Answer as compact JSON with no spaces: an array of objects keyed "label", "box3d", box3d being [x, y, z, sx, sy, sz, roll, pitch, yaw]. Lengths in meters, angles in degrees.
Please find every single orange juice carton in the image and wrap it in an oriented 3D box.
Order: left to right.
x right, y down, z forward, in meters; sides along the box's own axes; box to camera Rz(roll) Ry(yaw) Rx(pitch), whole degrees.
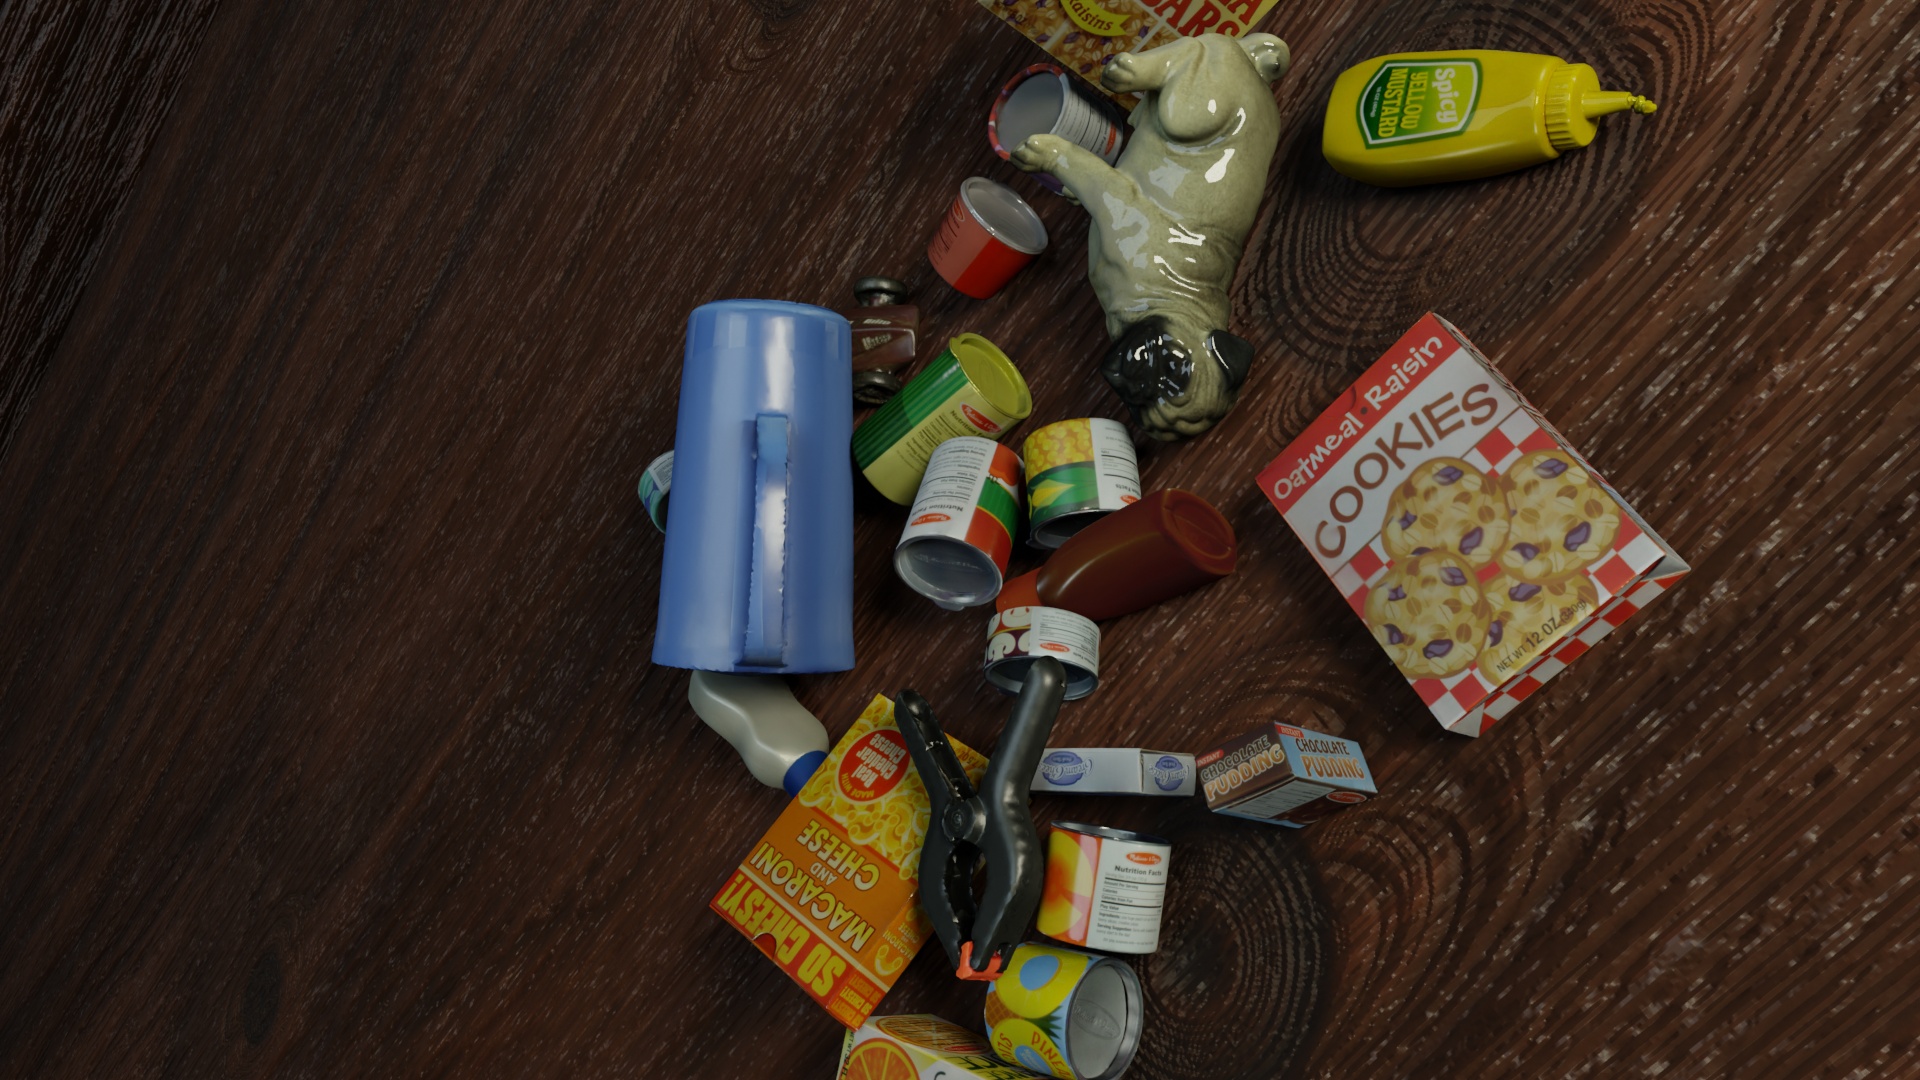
[{"label":"orange juice carton","box3d":[0.020,0.319,0.747,0.192,0.073,0.072,6,82,43]}]

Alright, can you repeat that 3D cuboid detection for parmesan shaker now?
[{"label":"parmesan shaker","box3d":[-0.015,-0.078,0.894,0.102,0.071,0.071,-38,56,30]}]

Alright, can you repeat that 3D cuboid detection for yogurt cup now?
[{"label":"yogurt cup","box3d":[0.015,-0.194,0.905,0.053,0.072,0.072,-47,51,34]}]

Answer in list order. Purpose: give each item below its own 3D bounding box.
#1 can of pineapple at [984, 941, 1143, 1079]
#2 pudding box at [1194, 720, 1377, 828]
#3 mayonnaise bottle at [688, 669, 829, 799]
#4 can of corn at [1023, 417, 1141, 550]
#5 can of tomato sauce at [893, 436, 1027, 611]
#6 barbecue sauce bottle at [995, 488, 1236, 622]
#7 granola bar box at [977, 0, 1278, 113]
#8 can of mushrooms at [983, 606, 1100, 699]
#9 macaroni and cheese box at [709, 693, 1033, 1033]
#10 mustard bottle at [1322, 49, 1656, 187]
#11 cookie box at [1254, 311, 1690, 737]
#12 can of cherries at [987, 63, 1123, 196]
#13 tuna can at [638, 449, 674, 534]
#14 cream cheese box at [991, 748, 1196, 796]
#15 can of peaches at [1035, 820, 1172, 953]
[{"label":"can of pineapple","box3d":[0.054,0.252,0.739,0.058,0.071,0.071,-4,76,43]},{"label":"pudding box","box3d":[0.158,0.115,0.672,0.049,0.084,0.030,-34,55,32]},{"label":"mayonnaise bottle","box3d":[-0.125,0.134,0.943,0.148,0.065,0.041,42,129,37]},{"label":"can of corn","box3d":[0.069,-0.031,0.806,0.071,0.071,0.058,-21,64,37]},{"label":"can of tomato sauce","box3d":[0.003,-0.011,0.844,0.071,0.071,0.083,-19,39,38]},{"label":"barbecue sauce bottle","box3d":[0.081,0.019,0.787,0.148,0.065,0.044,-27,44,44]},{"label":"granola bar box","box3d":[0.099,-0.325,0.794,0.123,0.165,0.039,-42,53,27]},{"label":"can of mushrooms","box3d":[0.046,0.066,0.798,0.071,0.071,0.033,-17,56,39]},{"label":"macaroni and cheese box","box3d":[-0.056,0.186,0.830,0.124,0.040,0.167,23,67,44]},{"label":"mustard bottle","box3d":[0.262,-0.214,0.693,0.160,0.049,0.065,9,86,44]},{"label":"cookie box","box3d":[0.235,-0.010,0.666,0.122,0.040,0.168,-47,52,23]},{"label":"can of cherries","box3d":[0.058,-0.261,0.887,0.071,0.058,0.071,-13,70,39]},{"label":"tuna can","box3d":[-0.210,-0.035,1.066,0.071,0.071,0.033,-53,50,19]},{"label":"cream cheese box","box3d":[0.073,0.128,0.767,0.103,0.053,0.024,-8,75,41]},{"label":"can of peaches","box3d":[0.075,0.184,0.742,0.071,0.071,0.058,3,81,43]}]
